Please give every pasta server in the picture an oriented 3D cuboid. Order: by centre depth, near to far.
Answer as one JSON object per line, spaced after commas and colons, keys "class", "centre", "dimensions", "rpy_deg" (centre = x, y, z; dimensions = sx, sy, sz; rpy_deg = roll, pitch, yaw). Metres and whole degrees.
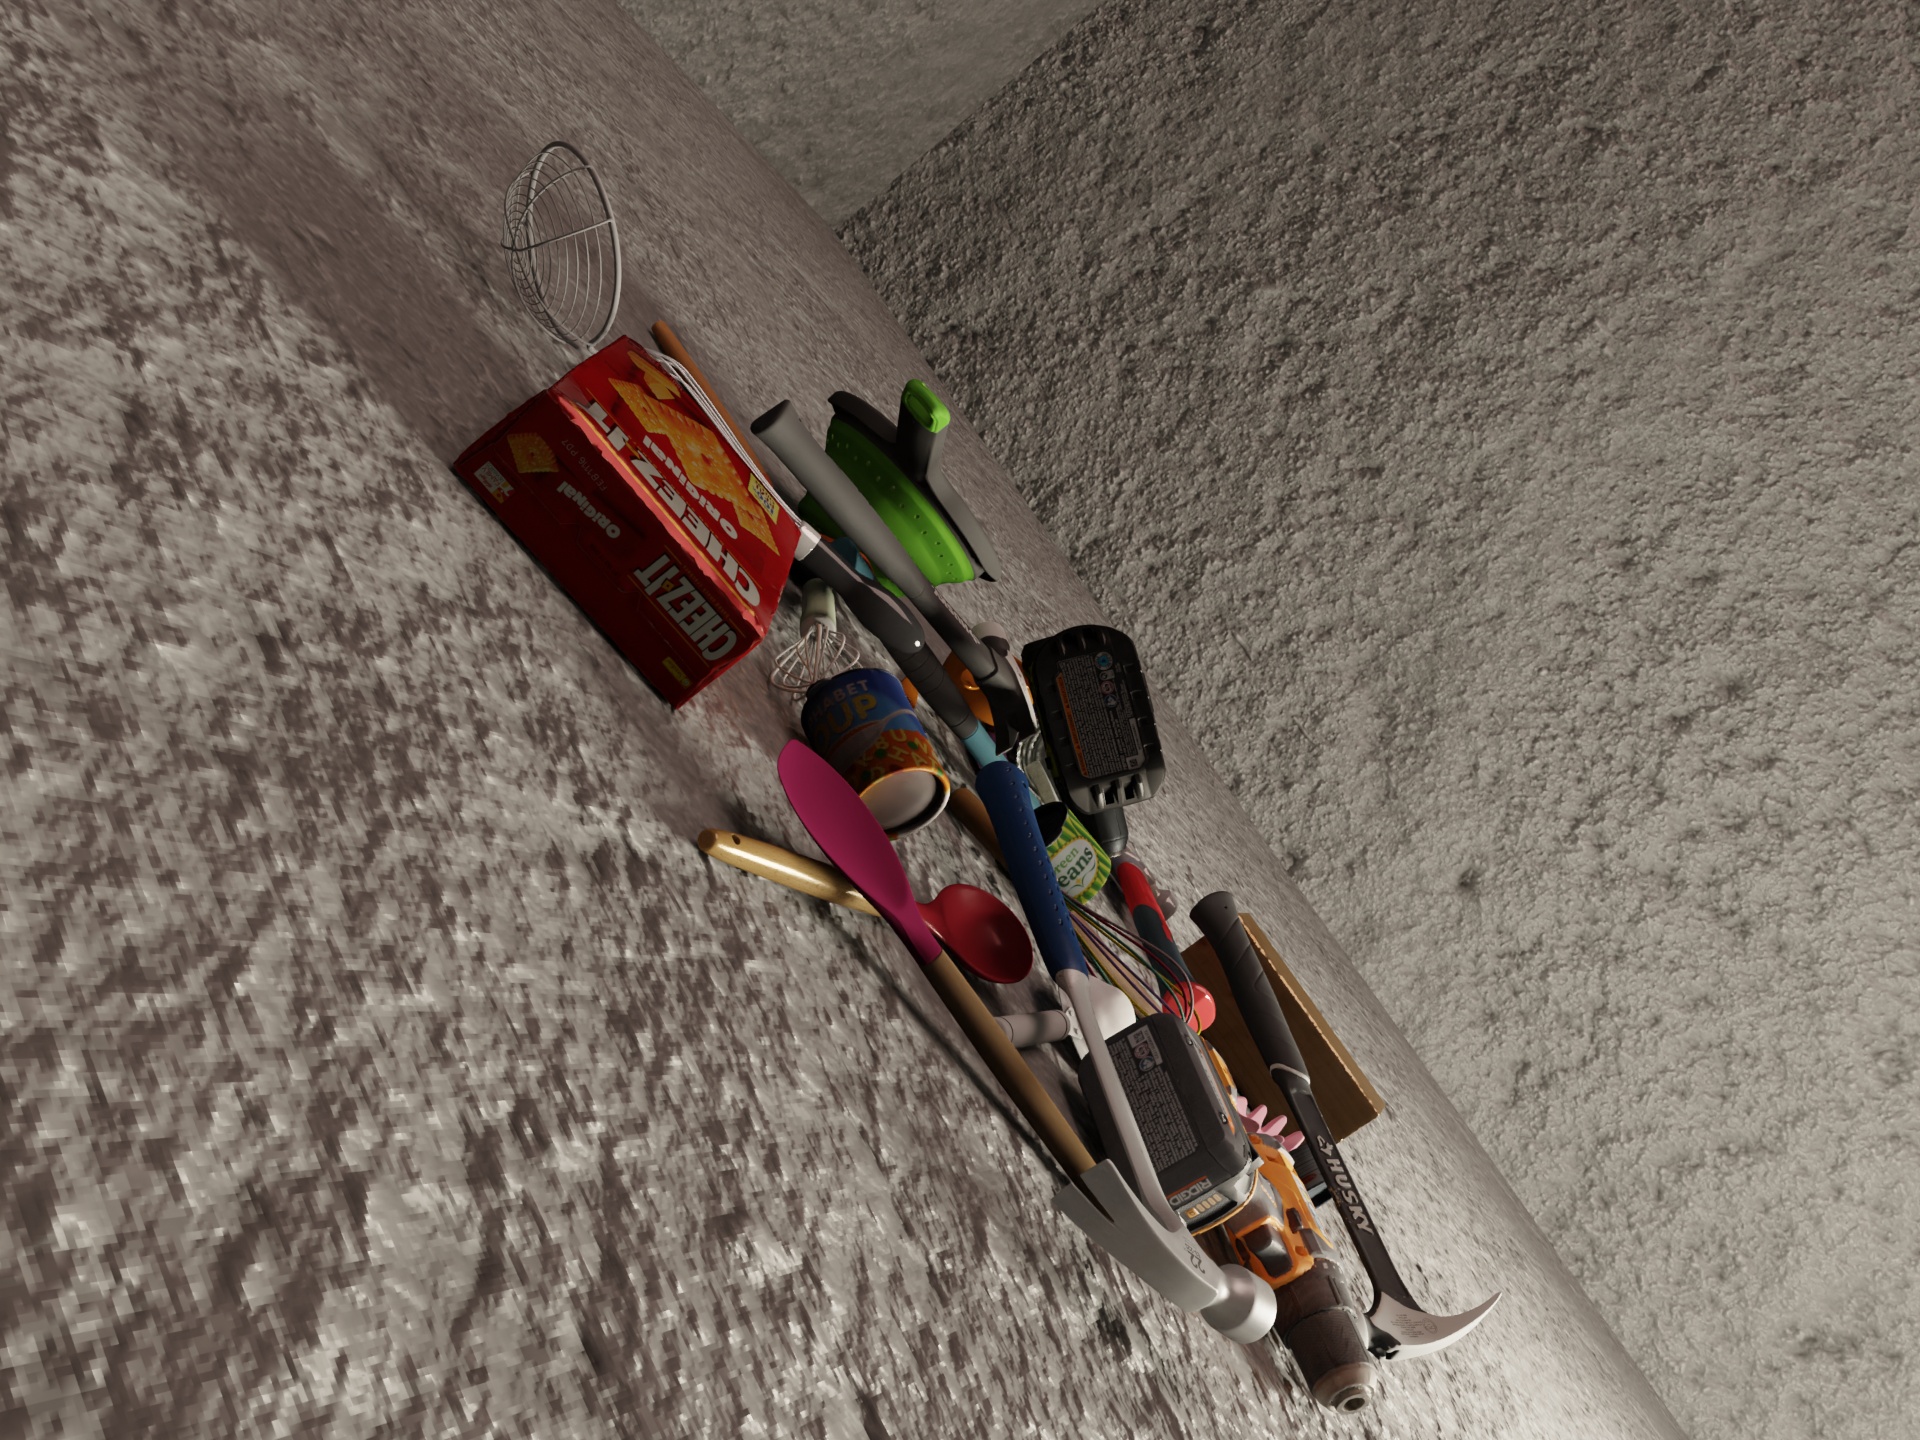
{"class": "pasta server", "centre": [0.174, 0.247, 1.237], "dimensions": [0.316, 0.040, 0.060], "rpy_deg": [50, 5, -11]}

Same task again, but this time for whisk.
{"class": "whisk", "centre": [-0.128, -0.140, 1.040], "dimensions": [0.284, 0.070, 0.070], "rpy_deg": [41, 14, -17]}
{"class": "whisk", "centre": [-0.097, -0.057, 1.069], "dimensions": [0.246, 0.059, 0.057], "rpy_deg": [-106, -167, -71]}
{"class": "whisk", "centre": [0.076, 0.133, 1.104], "dimensions": [0.245, 0.047, 0.051], "rpy_deg": [45, -32, 25]}

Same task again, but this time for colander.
{"class": "colander", "centre": [-0.062, -0.172, 1.233], "dimensions": [0.204, 0.094, 0.397], "rpy_deg": [47, -6, 1]}

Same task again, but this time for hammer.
{"class": "hammer", "centre": [0.064, 0.154, 0.913], "dimensions": [0.144, 0.035, 0.406], "rpy_deg": [41, 17, -33]}
{"class": "hammer", "centre": [-0.042, -0.105, 1.140], "dimensions": [0.334, 0.035, 0.146], "rpy_deg": [48, 17, -41]}
{"class": "hammer", "centre": [0.258, 0.281, 1.186], "dimensions": [0.149, 0.036, 0.409], "rpy_deg": [8, 38, -22]}
{"class": "hammer", "centre": [-0.002, -0.004, 1.215], "dimensions": [0.330, 0.033, 0.128], "rpy_deg": [53, 14, -27]}
{"class": "hammer", "centre": [0.149, 0.159, 1.317], "dimensions": [0.143, 0.038, 0.386], "rpy_deg": [50, 6, -7]}

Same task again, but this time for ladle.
{"class": "ladle", "centre": [-0.043, 0.097, 0.850], "dimensions": [0.315, 0.031, 0.069], "rpy_deg": [31, 28, -58]}

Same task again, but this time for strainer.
{"class": "strainer", "centre": [0.062, 0.187, 0.972], "dimensions": [0.258, 0.050, 0.087], "rpy_deg": [18, 51, -66]}

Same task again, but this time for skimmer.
{"class": "skimmer", "centre": [-0.185, -0.230, 1.110], "dimensions": [0.127, 0.090, 0.362], "rpy_deg": [18, -23, 49]}

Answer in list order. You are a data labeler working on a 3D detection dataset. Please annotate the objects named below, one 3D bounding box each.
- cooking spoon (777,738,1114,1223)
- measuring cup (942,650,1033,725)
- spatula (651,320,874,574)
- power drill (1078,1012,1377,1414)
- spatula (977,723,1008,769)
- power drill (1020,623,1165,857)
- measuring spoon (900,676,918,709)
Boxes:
{"class": "cooking spoon", "centre": [-0.002, 0.142, 0.824], "dimensions": [0.318, 0.017, 0.069], "rpy_deg": [56, 19, -14]}
{"class": "measuring cup", "centre": [0.014, -0.026, 1.371], "dimensions": [0.095, 0.052, 0.173], "rpy_deg": [36, 17, 7]}
{"class": "spatula", "centre": [-0.163, -0.212, 1.270], "dimensions": [0.323, 0.041, 0.081], "rpy_deg": [56, -12, 23]}
{"class": "power drill", "centre": [0.170, 0.301, 0.962], "dimensions": [0.226, 0.084, 0.186], "rpy_deg": [50, 12, -37]}
{"class": "spatula", "centre": [0.030, 0.003, 1.448], "dimensions": [0.059, 0.018, 0.316], "rpy_deg": [51, 12, -13]}
{"class": "power drill", "centre": [0.102, 0.018, 1.256], "dimensions": [0.228, 0.080, 0.190], "rpy_deg": [102, -26, -86]}
{"class": "measuring spoon", "centre": [-0.038, -0.028, 1.285], "dimensions": [0.021, 0.011, 0.117], "rpy_deg": [51, 11, -8]}
